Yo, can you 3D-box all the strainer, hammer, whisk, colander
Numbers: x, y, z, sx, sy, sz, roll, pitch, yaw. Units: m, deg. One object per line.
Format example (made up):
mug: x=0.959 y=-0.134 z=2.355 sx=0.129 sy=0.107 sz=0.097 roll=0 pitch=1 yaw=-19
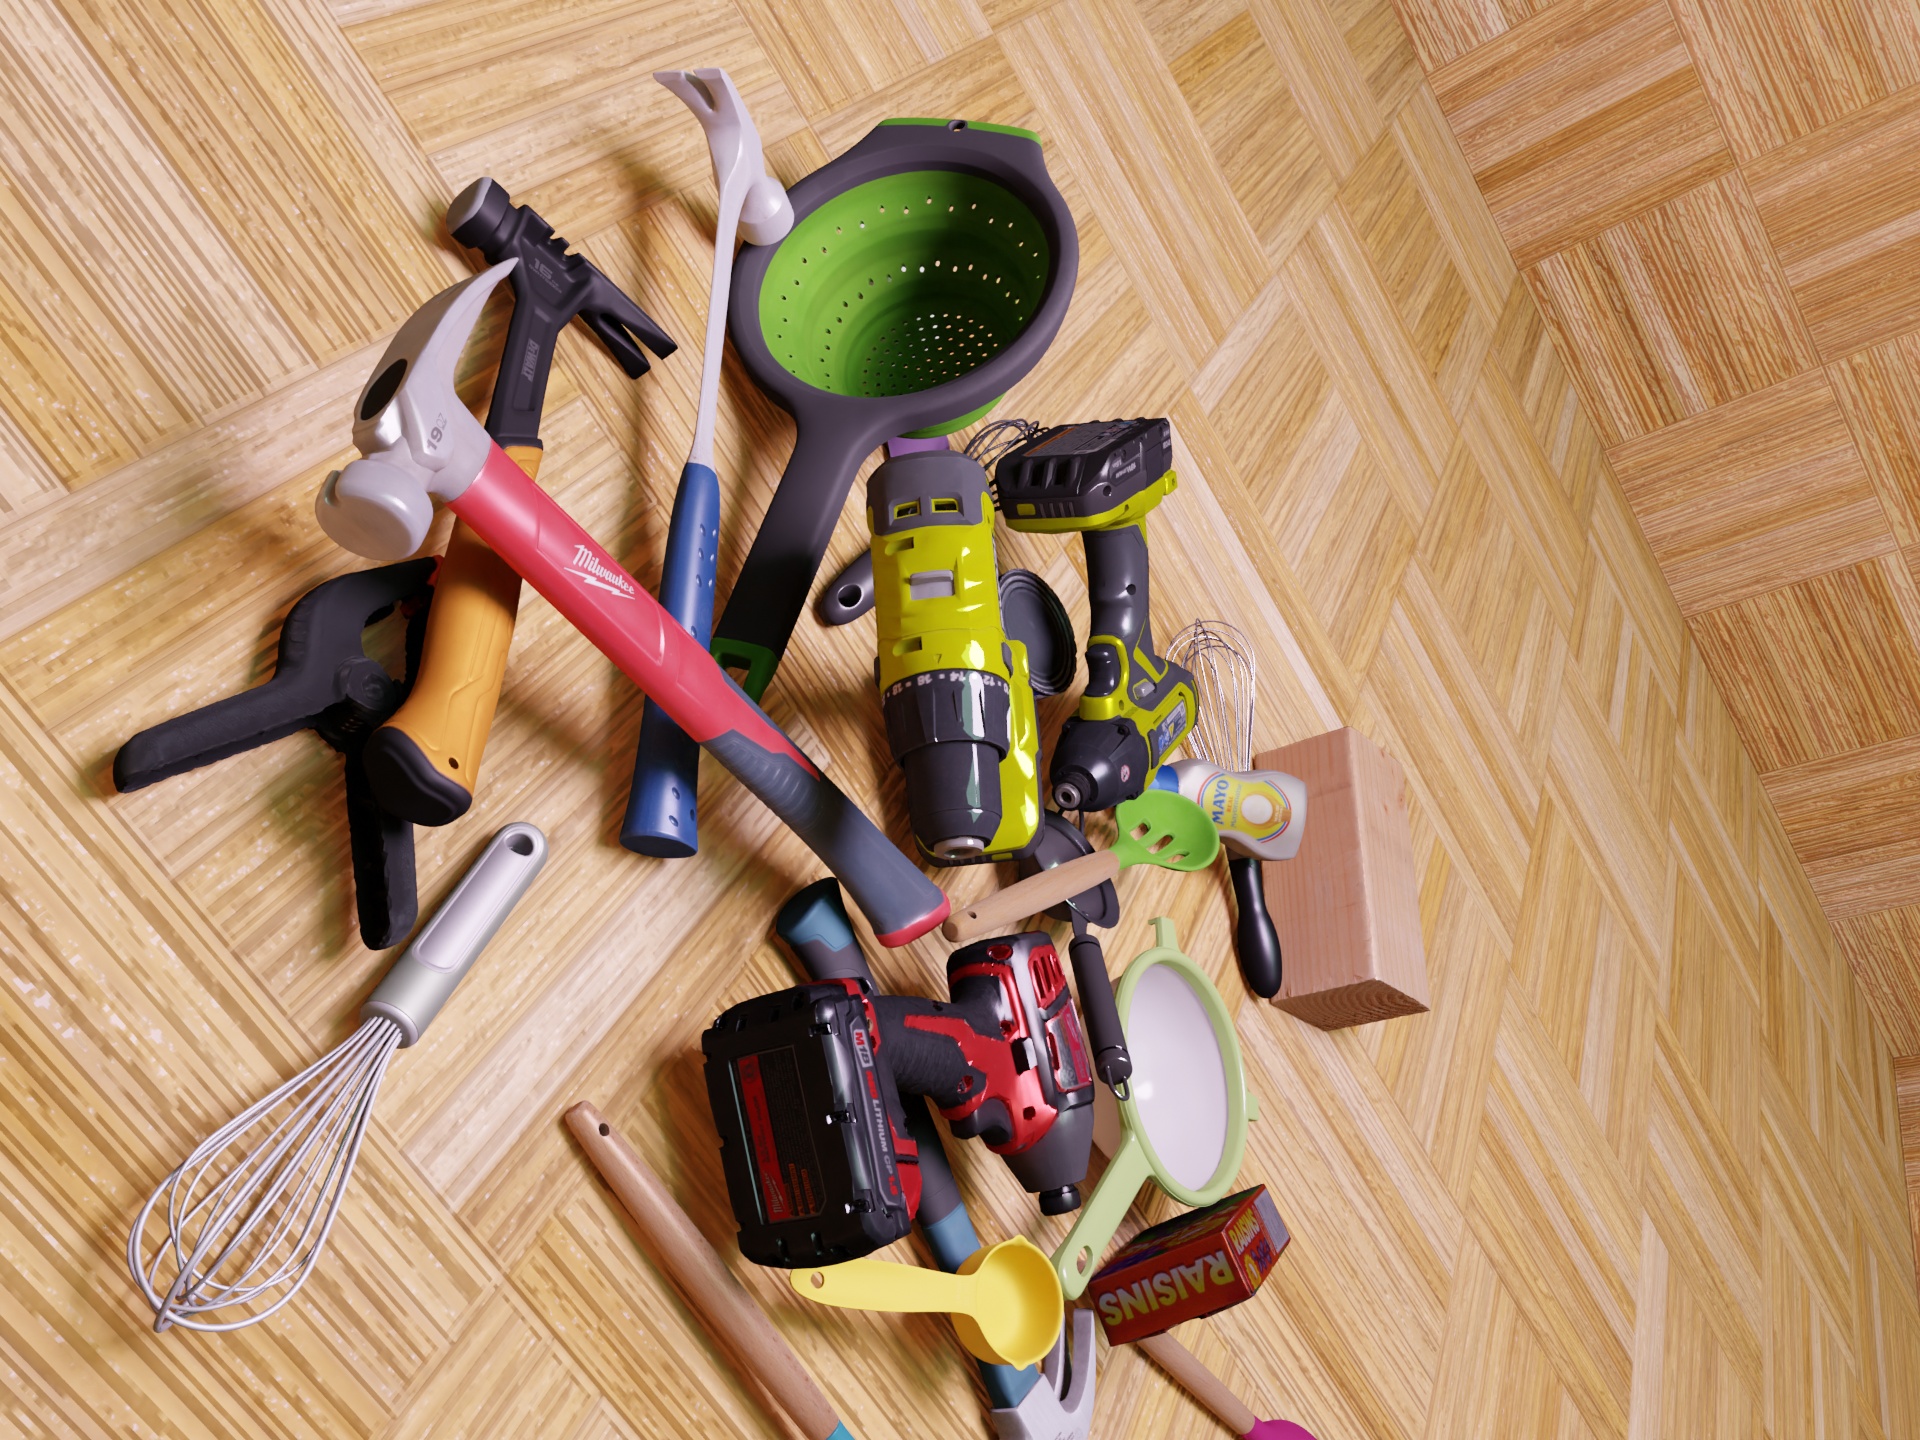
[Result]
strainer: x=0.086 y=0.238 z=0.912 sx=0.256 sy=0.069 sz=0.151 roll=-44 pitch=111 yaw=-52
hammer: x=-0.112 y=-0.022 z=0.711 sx=0.385 sy=0.038 sz=0.143 roll=49 pitch=39 yaw=-41
hammer: x=-0.196 y=-0.096 z=0.697 sx=0.127 sy=0.034 sz=0.337 roll=39 pitch=38 yaw=-39
hammer: x=-0.131 y=-0.135 z=0.792 sx=0.144 sy=0.035 sz=0.406 roll=64 pitch=27 yaw=-68
strainer: x=0.068 y=0.128 z=0.911 sx=0.086 sy=0.050 sz=0.259 roll=41 pitch=18 yaw=-23
hammer: x=-0.016 y=0.238 z=0.808 sx=0.128 sy=0.033 sz=0.331 roll=-26 pitch=94 yaw=-54
whisk: x=-0.010 y=-0.122 z=0.969 sx=0.239 sy=0.055 sz=0.055 roll=-46 pitch=110 yaw=-39
colander: x=-0.052 y=-0.162 z=0.902 sx=0.094 sy=0.204 sz=0.397 roll=66 pitch=40 yaw=-61
whisk: x=-0.218 y=0.119 z=0.592 sx=0.058 sy=0.059 sz=0.246 roll=30 pitch=39 yaw=-5
whisk: x=0.200 y=0.062 z=1.171 sx=0.070 sy=0.070 sz=0.285 roll=3 pitch=75 yaw=-52

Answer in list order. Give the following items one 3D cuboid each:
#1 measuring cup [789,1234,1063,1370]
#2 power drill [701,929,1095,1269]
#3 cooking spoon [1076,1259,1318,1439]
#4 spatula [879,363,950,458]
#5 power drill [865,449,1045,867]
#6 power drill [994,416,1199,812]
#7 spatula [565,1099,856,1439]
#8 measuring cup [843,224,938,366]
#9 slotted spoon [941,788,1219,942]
measuring cup: x=-0.019 y=0.270 z=0.749 sx=0.156 sy=0.029 sz=0.062 roll=19 pitch=58 yaw=-32
power drill: x=-0.012 y=0.181 z=0.755 sx=0.219 sy=0.078 sz=0.143 roll=1 pitch=72 yaw=-54
cooking spoon: x=0.159 y=0.414 z=0.964 sx=0.318 sy=0.017 sz=0.069 roll=48 pitch=38 yaw=-27
spatula: x=-0.012 y=-0.079 z=0.988 sx=0.059 sy=0.018 sz=0.316 roll=11 pitch=63 yaw=-45
power drill: x=-0.001 y=-0.003 z=0.811 sx=0.228 sy=0.080 sz=0.191 roll=75 pitch=9 yaw=-69
power drill: x=0.088 y=-0.063 z=0.983 sx=0.171 sy=0.080 sz=0.223 roll=-40 pitch=126 yaw=-55
spatula: x=-0.083 y=0.296 z=0.701 sx=0.317 sy=0.044 sz=0.082 roll=56 pitch=37 yaw=-10
measuring cup: x=-0.046 y=-0.314 z=1.043 sx=0.083 sy=0.038 sz=0.168 roll=16 pitch=62 yaw=-49
slotted spoon: x=0.072 y=0.085 z=0.913 sx=0.070 sy=0.031 sz=0.313 roll=40 pitch=24 yaw=20
